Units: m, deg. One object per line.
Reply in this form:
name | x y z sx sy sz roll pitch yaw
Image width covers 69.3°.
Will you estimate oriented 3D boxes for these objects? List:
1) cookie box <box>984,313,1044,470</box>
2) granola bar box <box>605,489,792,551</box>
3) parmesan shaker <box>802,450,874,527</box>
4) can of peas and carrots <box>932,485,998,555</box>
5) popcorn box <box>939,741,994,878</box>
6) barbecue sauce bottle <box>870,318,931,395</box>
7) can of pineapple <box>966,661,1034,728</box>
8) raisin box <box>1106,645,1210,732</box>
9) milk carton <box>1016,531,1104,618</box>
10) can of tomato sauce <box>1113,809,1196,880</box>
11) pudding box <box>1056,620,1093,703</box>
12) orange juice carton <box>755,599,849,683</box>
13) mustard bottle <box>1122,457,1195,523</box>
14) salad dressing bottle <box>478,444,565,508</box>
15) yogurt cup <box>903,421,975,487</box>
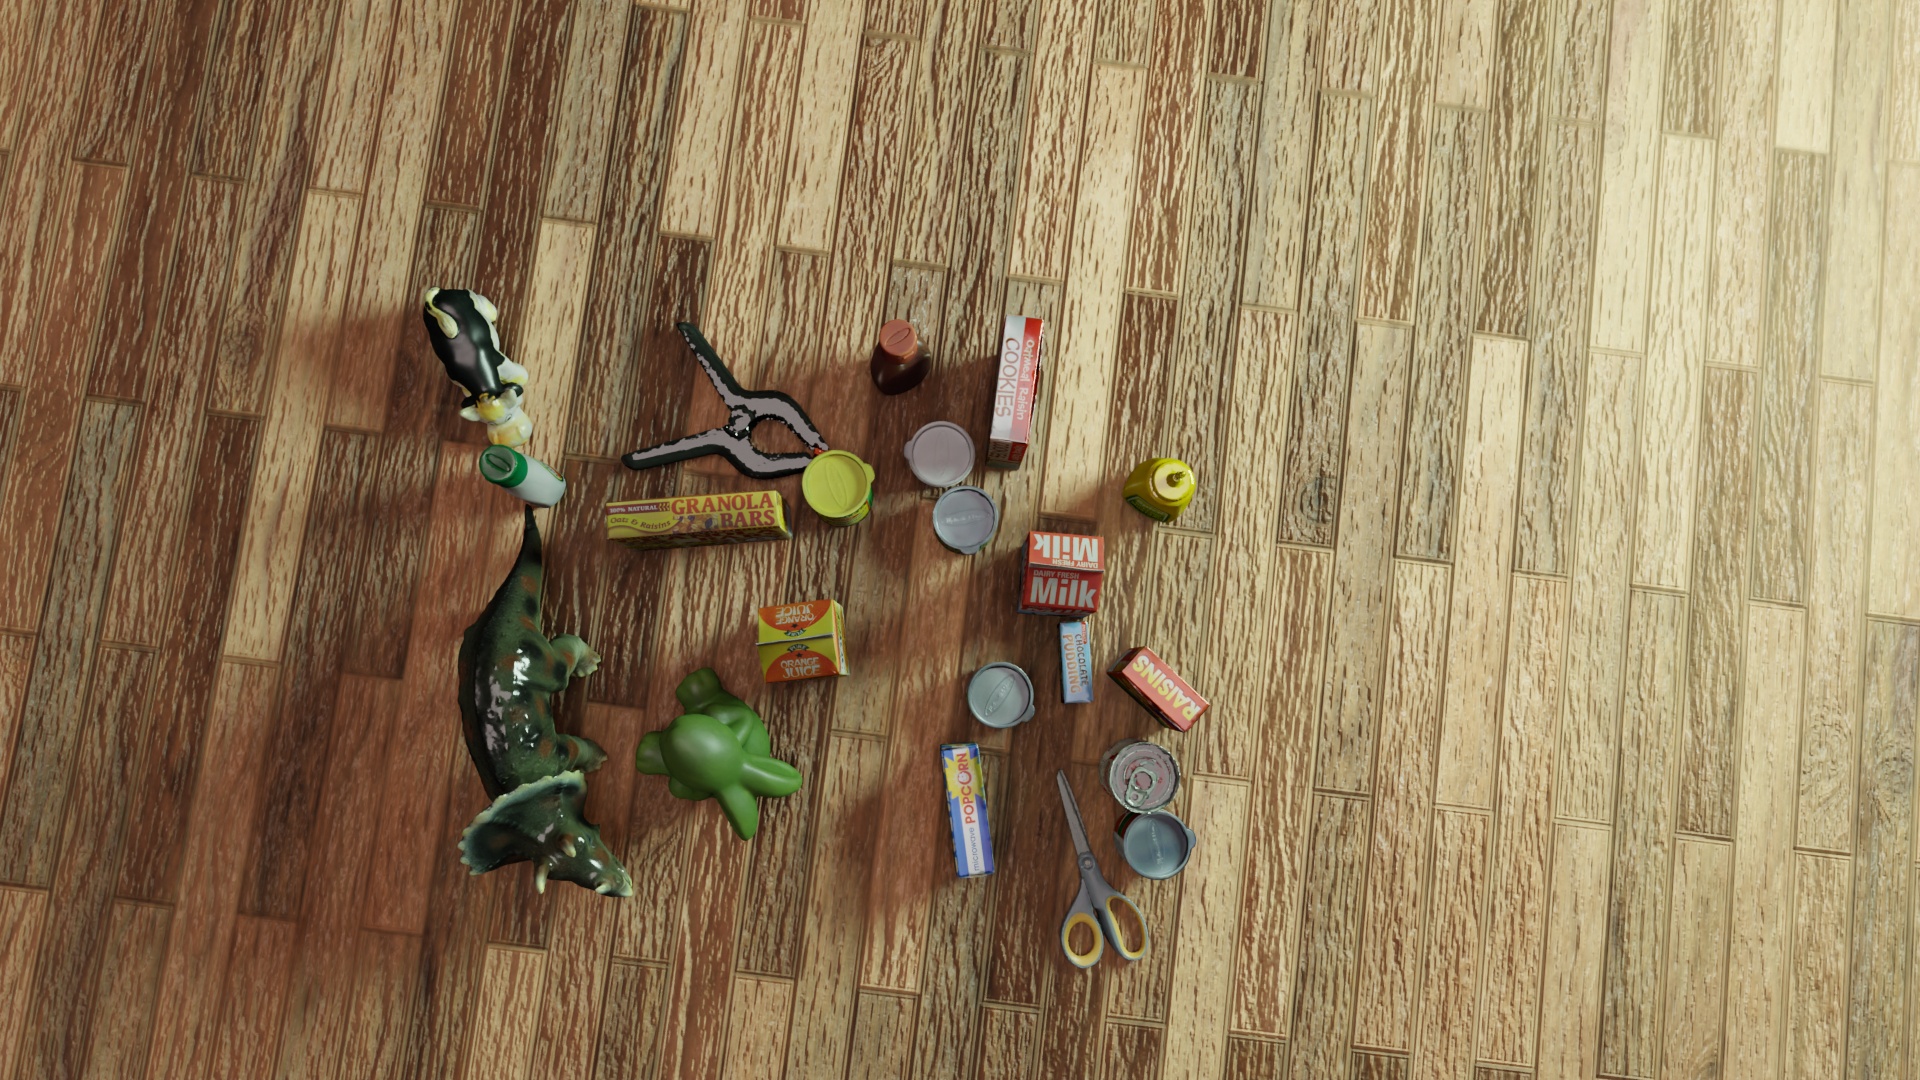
cookie box | 0.053 -0.144 1.382 0.040 0.167 0.123 7 84 0
granola bar box | -0.257 -0.020 1.383 0.166 0.124 0.039 -4 84 -2
parmesan shaker | -0.119 -0.051 1.400 0.071 0.103 0.071 0 84 -1
can of peas and carrots | 0.005 -0.018 1.422 0.071 0.058 0.071 0 84 -1
popcorn box | 0.006 0.265 1.376 0.038 0.085 0.127 -7 84 -2
barbecue sauce bottle | -0.061 -0.186 1.394 0.065 0.148 0.043 -33 86 -4
can of pineapple | 0.040 0.158 1.403 0.071 0.058 0.071 0 84 -1
raisin box | 0.193 0.146 1.374 0.086 0.123 0.040 44 85 3
milk carton | 0.096 0.034 1.351 0.072 0.190 0.073 5 84 0
can of tomato sauce | 0.191 0.296 1.378 0.071 0.083 0.071 0 84 -1
pudding box | 0.116 0.124 1.412 0.030 0.049 0.084 -3 84 -1
orange juice carton | -0.151 0.098 1.338 0.072 0.192 0.073 -6 84 -2
mustard bottle | 0.201 -0.053 1.379 0.065 0.160 0.049 30 84 2
salad dressing bottle | -0.434 -0.065 1.373 0.064 0.147 0.044 32 85 2
yogurt cup | -0.020 -0.085 1.431 0.072 0.054 0.072 0 84 -1
